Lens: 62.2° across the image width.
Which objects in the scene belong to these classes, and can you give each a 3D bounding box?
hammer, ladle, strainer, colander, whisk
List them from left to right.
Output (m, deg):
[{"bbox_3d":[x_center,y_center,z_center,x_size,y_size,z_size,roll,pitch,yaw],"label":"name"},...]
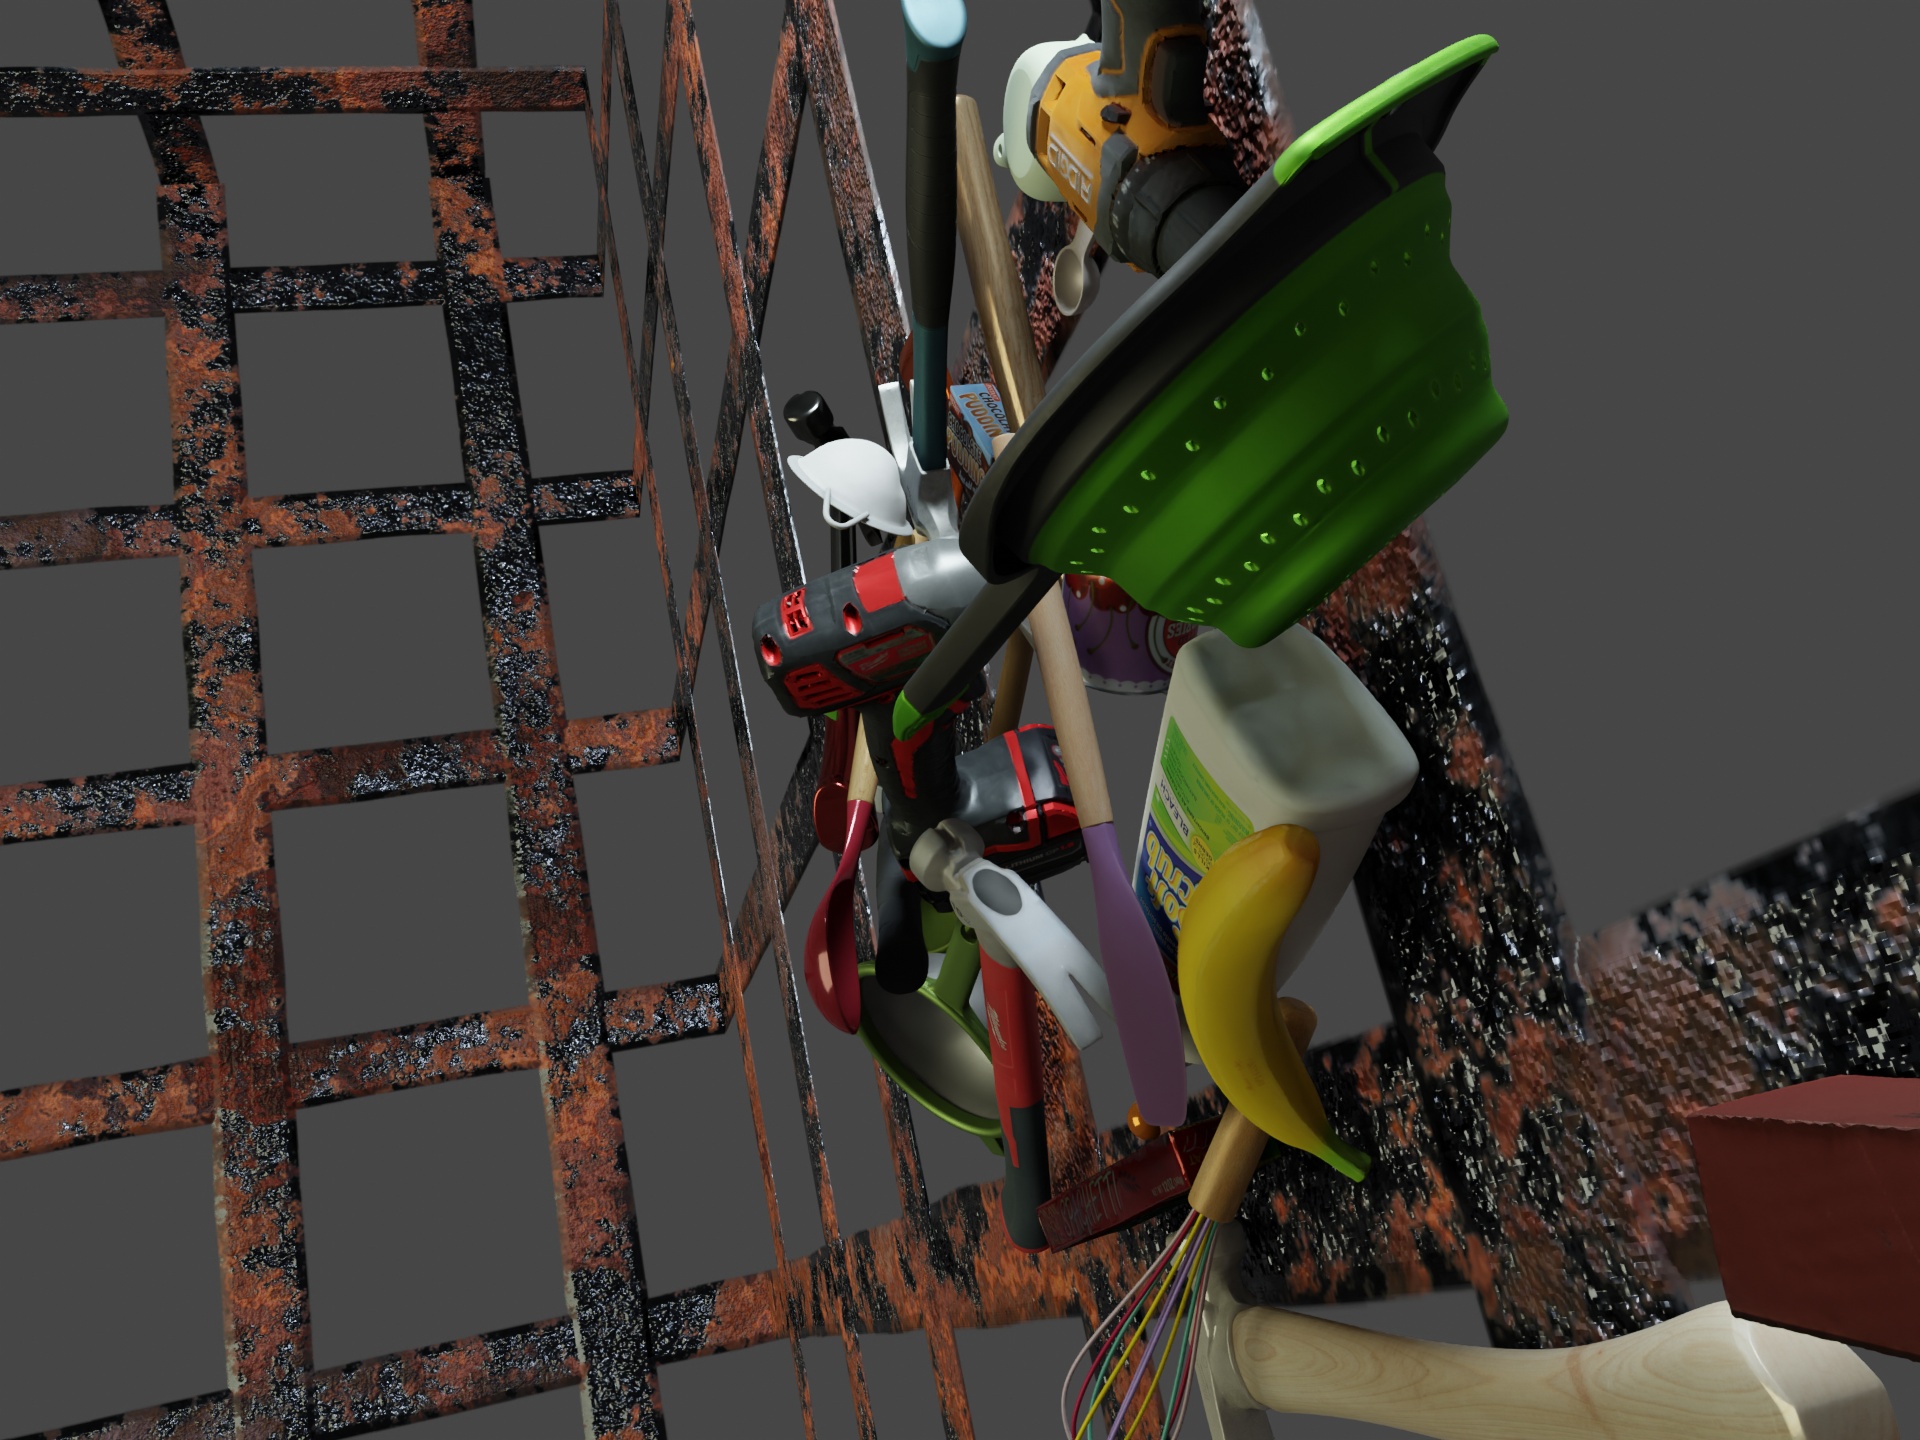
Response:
[{"bbox_3d":[-0.073,-0.058,1.057,0.148,0.037,0.359,57,-159,-45],"label":"hammer"},{"bbox_3d":[-0.062,-0.157,1.018,0.050,0.087,0.258,-58,7,9],"label":"strainer"},{"bbox_3d":[-0.053,0.024,0.908,0.069,0.031,0.316,71,-156,-60],"label":"ladle"},{"bbox_3d":[-0.041,0.061,1.042,0.409,0.036,0.149,-99,12,-70],"label":"hammer"},{"bbox_3d":[-0.016,-0.234,0.873,0.330,0.033,0.128,92,163,-50],"label":"hammer"},{"bbox_3d":[0.007,0.171,1.026,0.151,0.069,0.256,37,145,16],"label":"strainer"},{"bbox_3d":[0.010,0.035,1.027,0.078,0.062,0.320,-105,20,-48],"label":"ladle"},{"bbox_3d":[0.033,-0.179,0.864,0.130,0.031,0.331,142,115,-72],"label":"hammer"},{"bbox_3d":[0.043,0.221,0.904,0.143,0.038,0.385,45,156,36],"label":"hammer"},{"bbox_3d":[0.074,-0.056,0.578,0.094,0.204,0.397,49,146,5],"label":"colander"},{"bbox_3d":[0.100,0.233,0.693,0.245,0.047,0.051,-69,22,10],"label":"whisk"},{"bbox_3d":[0.178,0.255,0.585,0.410,0.038,0.146,127,132,-67],"label":"hammer"}]

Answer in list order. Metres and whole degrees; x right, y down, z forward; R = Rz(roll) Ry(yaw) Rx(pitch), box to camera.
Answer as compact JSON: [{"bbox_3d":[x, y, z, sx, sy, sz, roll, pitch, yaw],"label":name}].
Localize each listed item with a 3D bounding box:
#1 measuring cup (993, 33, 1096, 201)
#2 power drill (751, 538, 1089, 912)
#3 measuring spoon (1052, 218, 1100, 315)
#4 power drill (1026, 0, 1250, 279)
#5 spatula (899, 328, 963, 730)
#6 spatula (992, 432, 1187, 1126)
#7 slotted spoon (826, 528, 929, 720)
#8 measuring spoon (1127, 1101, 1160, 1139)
[{"bbox_3d":[0.032,-0.307,0.833,0.168,0.038,0.083,-146,51,-68],"label":"measuring cup"},{"bbox_3d":[-0.001,-0.003,0.817,0.219,0.143,0.079,62,-170,-47],"label":"power drill"},{"bbox_3d":[0.073,-0.251,0.775,0.124,0.018,0.034,113,144,-47],"label":"measuring spoon"},{"bbox_3d":[0.086,-0.277,0.605,0.186,0.084,0.226,-116,21,-43],"label":"power drill"},{"bbox_3d":[-0.018,-0.097,1.039,0.081,0.041,0.323,153,120,-72],"label":"spatula"},{"bbox_3d":[0.056,0.021,0.705,0.060,0.018,0.316,145,114,-66],"label":"spatula"},{"bbox_3d":[-0.055,-0.078,1.012,0.314,0.031,0.070,-65,-22,-66],"label":"slotted spoon"},{"bbox_3d":[0.084,0.159,0.739,0.021,0.011,0.116,41,149,39],"label":"measuring spoon"}]
